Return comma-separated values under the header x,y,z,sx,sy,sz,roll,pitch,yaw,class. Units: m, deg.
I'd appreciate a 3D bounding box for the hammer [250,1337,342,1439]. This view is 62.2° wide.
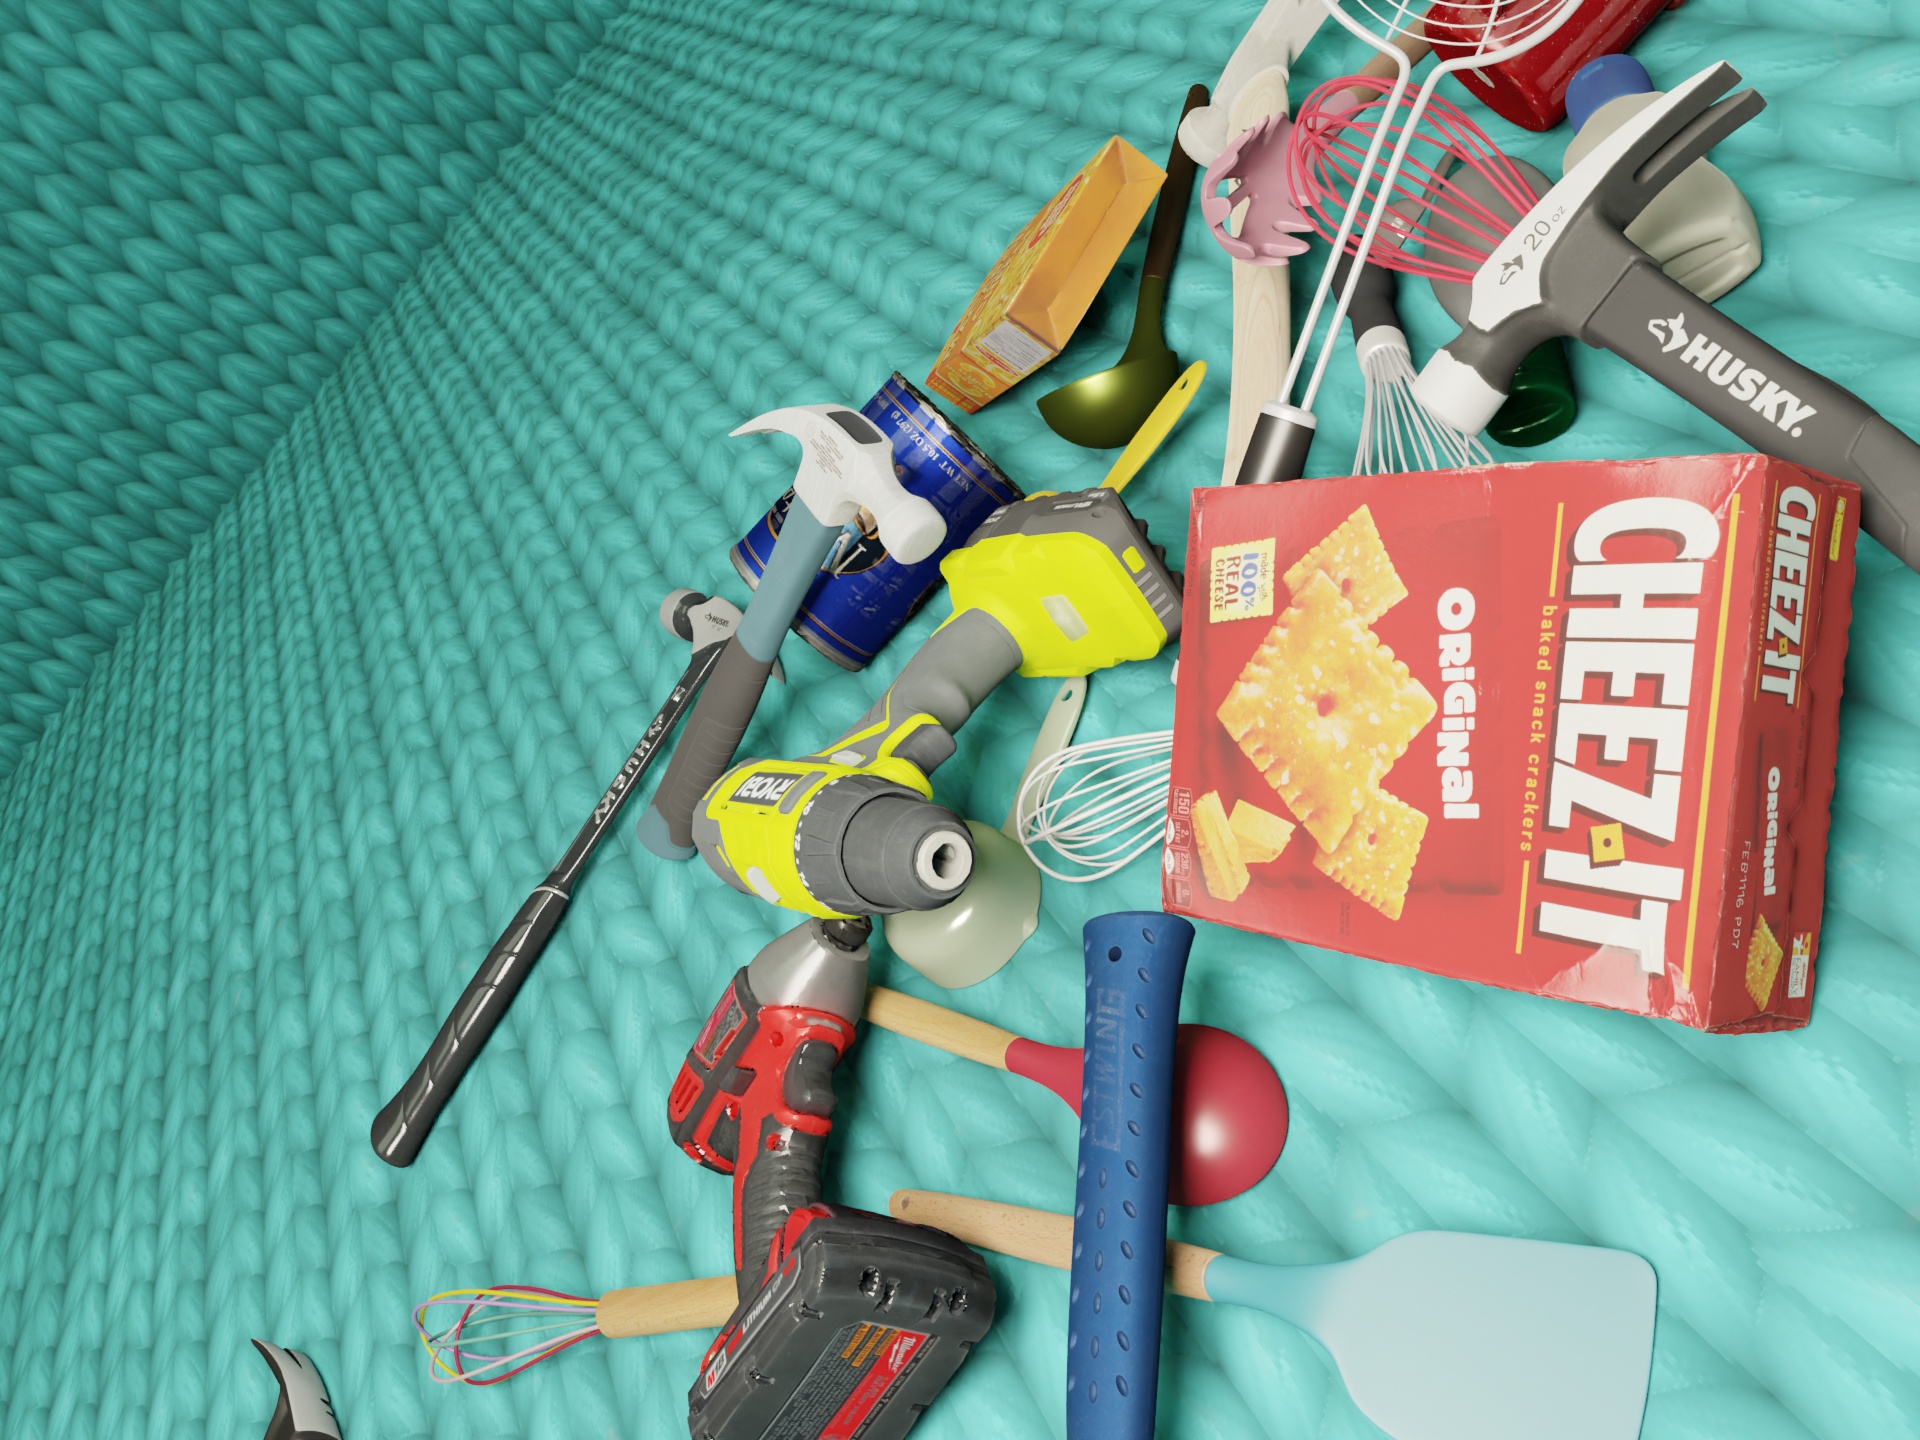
x,y,z,sx,sy,sz,roll,pitch,yaw,class
-0.461,0.517,0.883,0.337,0.034,0.127,-56,35,-5,hammer

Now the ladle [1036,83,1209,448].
x,y,z,sx,sy,sz,roll,pitch,yaw,class
0.108,-0.277,0.917,0.078,0.062,0.320,-15,46,38,ladle

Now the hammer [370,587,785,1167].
x,y,z,sx,sy,sz,roll,pitch,yaw,class
-0.248,0.098,1.012,0.149,0.036,0.409,20,76,53,hammer

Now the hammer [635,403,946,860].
x,y,z,sx,sy,sz,roll,pitch,yaw,class
-0.113,-0.031,0.854,0.128,0.033,0.330,53,135,23,hammer

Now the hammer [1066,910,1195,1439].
x,y,z,sx,sy,sz,roll,pitch,yaw,class
0.039,0.257,0.493,0.144,0.035,0.406,-18,54,40,hammer

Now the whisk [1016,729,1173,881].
x,y,z,sx,sy,sz,roll,pitch,yaw,class
0.125,0.007,0.658,0.246,0.057,0.059,-26,77,29,whisk

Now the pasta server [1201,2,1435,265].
x,y,z,sx,sy,sz,roll,pitch,yaw,class
0.209,-0.315,0.777,0.316,0.060,0.040,-46,27,-26,pasta server

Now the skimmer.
x,y,z,sx,sy,sz,roll,pitch,yaw,class
0.137,-0.178,0.607,0.127,0.090,0.363,25,107,26,skimmer

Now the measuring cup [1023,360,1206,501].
x,y,z,sx,sy,sz,roll,pitch,yaw,class
0.069,-0.128,0.819,0.156,0.029,0.062,-51,30,29,measuring cup

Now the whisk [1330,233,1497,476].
x,y,z,sx,sy,sz,roll,pitch,yaw,class
0.190,-0.143,0.700,0.070,0.070,0.285,-31,33,28,whisk

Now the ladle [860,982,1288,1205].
x,y,z,sx,sy,sz,roll,pitch,yaw,class
0.010,0.138,0.686,0.315,0.031,0.069,5,59,53,ladle

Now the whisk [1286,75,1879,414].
x,y,z,sx,sy,sz,roll,pitch,yaw,class
0.233,-0.175,0.623,0.073,0.073,0.296,-47,55,7,whisk

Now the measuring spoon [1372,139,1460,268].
x,y,z,sx,sy,sz,roll,pitch,yaw,class
0.219,-0.255,0.765,0.124,0.018,0.034,-55,-4,-42,measuring spoon

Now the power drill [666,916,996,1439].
x,y,z,sx,sy,sz,roll,pitch,yaw,class
-0.064,0.183,0.667,0.143,0.078,0.220,-57,28,20,power drill

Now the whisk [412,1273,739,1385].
x,y,z,sx,sy,sz,roll,pitch,yaw,class
-0.179,0.289,0.763,0.245,0.051,0.047,-20,67,33,whisk

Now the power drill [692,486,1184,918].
x,y,z,sx,sy,sz,roll,pitch,yaw,class
-0.001,-0.002,0.707,0.228,0.080,0.191,-46,22,-22,power drill

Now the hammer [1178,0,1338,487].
x,y,z,sx,sy,sz,roll,pitch,yaw,class
0.154,-0.218,0.792,0.146,0.038,0.411,131,152,-52,hammer

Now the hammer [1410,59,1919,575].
x,y,z,sx,sy,sz,roll,pitch,yaw,class
0.285,-0.075,0.480,0.146,0.035,0.335,-55,45,24,hammer

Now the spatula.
x,y,z,sx,sy,sz,roll,pitch,yaw,class
0.078,0.196,0.558,0.317,0.044,0.082,-8,54,51,spatula

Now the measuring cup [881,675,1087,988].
x,y,z,sx,sy,sz,roll,pitch,yaw,class
0.015,0.043,0.750,0.083,0.038,0.168,6,66,51,measuring cup
